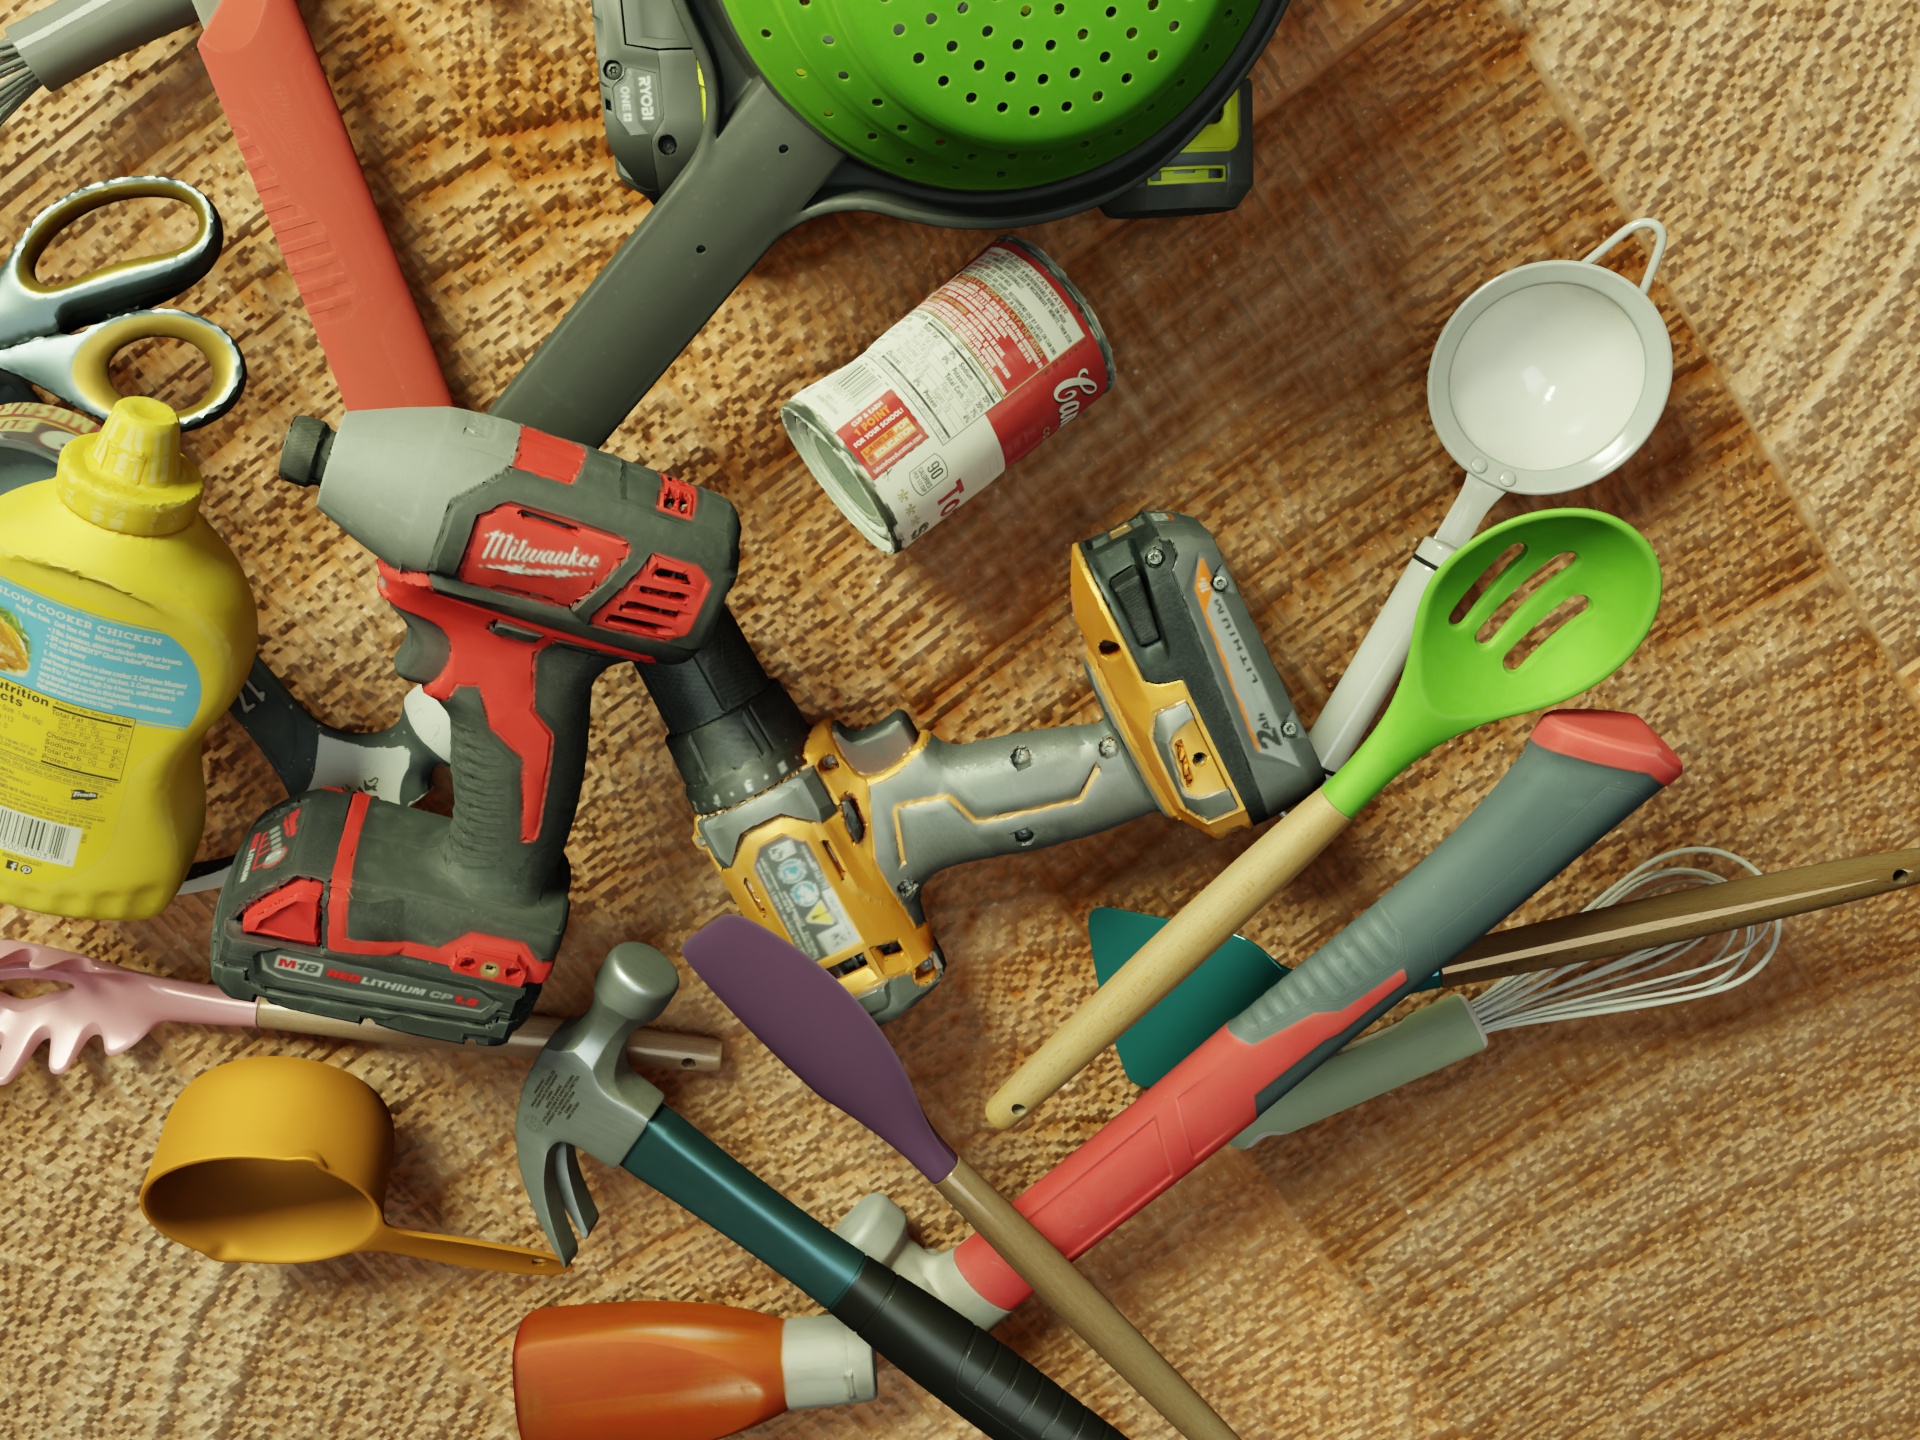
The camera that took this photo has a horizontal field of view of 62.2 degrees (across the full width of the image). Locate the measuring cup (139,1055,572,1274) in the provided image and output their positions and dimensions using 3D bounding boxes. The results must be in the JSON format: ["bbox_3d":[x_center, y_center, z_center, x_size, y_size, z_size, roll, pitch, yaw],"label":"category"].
[{"bbox_3d":[-0.236,0.186,0.647,0.173,0.052,0.095,25,129,-30],"label":"measuring cup"}]

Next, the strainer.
[{"bbox_3d":[0.188,-0.071,0.614,0.087,0.050,0.258,27,106,-2],"label":"strainer"}]

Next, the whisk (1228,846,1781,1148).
[{"bbox_3d":[0.219,0.120,0.658,0.246,0.057,0.059,-25,68,6],"label":"whisk"}]

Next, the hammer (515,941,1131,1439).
[{"bbox_3d":[-0.033,0.230,0.629,0.331,0.033,0.128,36,111,-1],"label":"hammer"}]

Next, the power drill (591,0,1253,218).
[{"bbox_3d":[-0.011,-0.259,0.546,0.223,0.080,0.171,-5,104,-5],"label":"power drill"}]

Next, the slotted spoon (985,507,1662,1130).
[{"bbox_3d":[0.113,0.045,0.561,0.070,0.031,0.313,38,110,-14],"label":"slotted spoon"}]

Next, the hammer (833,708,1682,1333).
[{"bbox_3d":[0.120,0.143,0.609,0.143,0.038,0.386,43,111,-5],"label":"hammer"}]

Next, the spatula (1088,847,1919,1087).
[{"bbox_3d":[0.210,0.086,0.625,0.317,0.044,0.082,-13,101,8],"label":"spatula"}]

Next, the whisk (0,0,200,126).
[{"bbox_3d":[-0.313,-0.224,0.534,0.239,0.055,0.055,-34,102,-10],"label":"whisk"}]

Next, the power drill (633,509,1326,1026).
[{"bbox_3d":[-0.001,-0.002,0.602,0.226,0.084,0.185,-26,101,8],"label":"power drill"}]

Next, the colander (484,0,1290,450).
[{"bbox_3d":[-0.040,-0.174,0.471,0.204,0.095,0.397,34,115,-29],"label":"colander"}]

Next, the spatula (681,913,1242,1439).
[{"bbox_3d":[0.013,0.190,0.613,0.316,0.018,0.059,47,131,-9],"label":"spatula"}]

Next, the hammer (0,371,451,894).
[{"bbox_3d":[-0.353,-0.113,0.582,0.149,0.036,0.408,-36,101,6],"label":"hammer"}]

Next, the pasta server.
[{"bbox_3d":[-0.254,0.124,0.638,0.316,0.040,0.060,7,121,-6],"label":"pasta server"}]

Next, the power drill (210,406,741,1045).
[{"bbox_3d":[-0.177,-0.001,0.544,0.143,0.079,0.219,17,117,-22],"label":"power drill"}]

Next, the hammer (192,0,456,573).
[{"bbox_3d":[-0.222,-0.211,0.541,0.149,0.037,0.358,-25,113,-20],"label":"hammer"}]
